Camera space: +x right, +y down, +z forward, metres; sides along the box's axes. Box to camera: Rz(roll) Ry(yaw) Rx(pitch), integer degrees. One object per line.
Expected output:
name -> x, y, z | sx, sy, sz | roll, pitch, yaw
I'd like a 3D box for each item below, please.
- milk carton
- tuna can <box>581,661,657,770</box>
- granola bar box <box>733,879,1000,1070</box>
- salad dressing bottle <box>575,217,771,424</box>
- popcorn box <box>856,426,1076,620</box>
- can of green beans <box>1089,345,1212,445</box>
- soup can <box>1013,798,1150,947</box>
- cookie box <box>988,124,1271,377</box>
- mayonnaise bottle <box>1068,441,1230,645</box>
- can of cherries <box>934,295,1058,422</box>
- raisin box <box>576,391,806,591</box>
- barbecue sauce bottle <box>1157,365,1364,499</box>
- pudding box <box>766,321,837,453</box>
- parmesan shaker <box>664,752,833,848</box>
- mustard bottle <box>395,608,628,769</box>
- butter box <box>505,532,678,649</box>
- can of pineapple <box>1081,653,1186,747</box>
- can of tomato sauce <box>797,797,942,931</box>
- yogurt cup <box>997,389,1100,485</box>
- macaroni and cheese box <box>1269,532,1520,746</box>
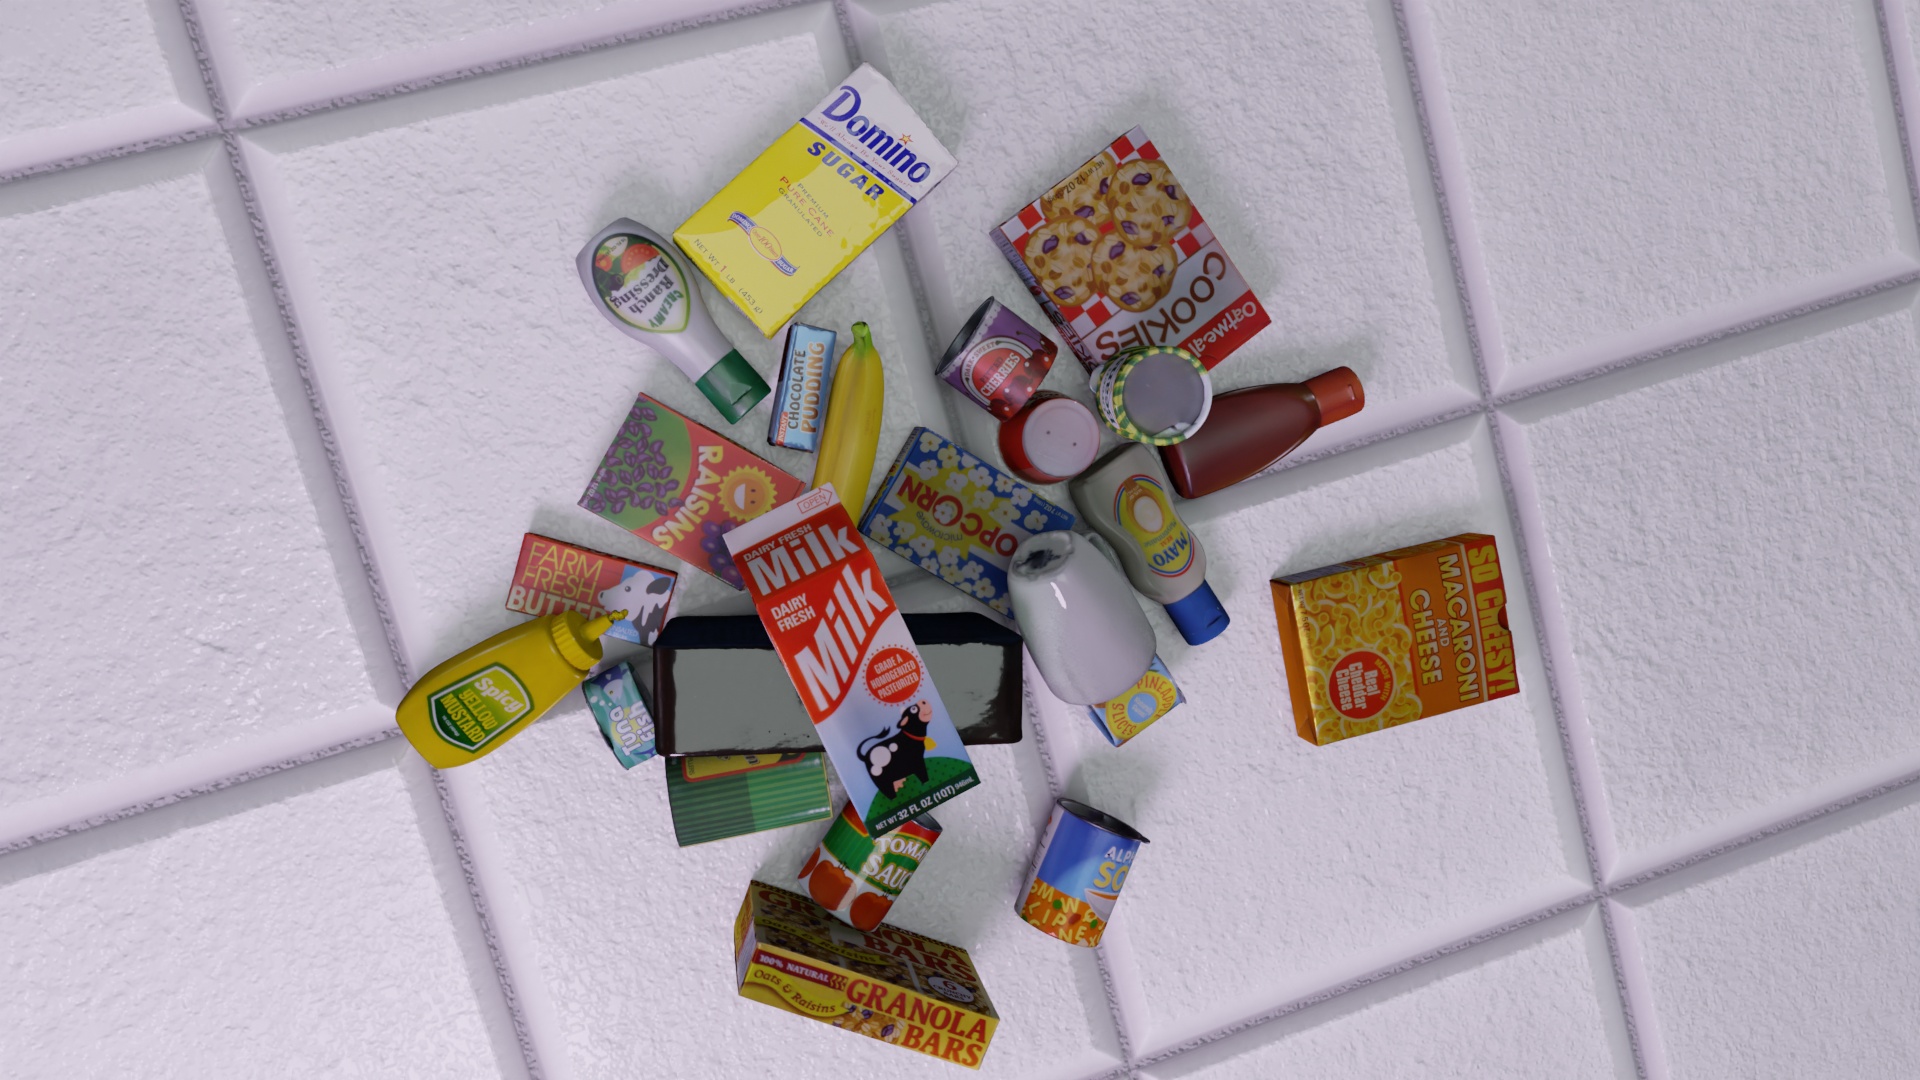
milk carton -> -0.065, 0.067, 0.803 | 0.072, 0.073, 0.190 | -27, 96, -9
tuna can -> -0.219, 0.115, 0.912 | 0.033, 0.071, 0.071 | -27, 98, -9
granola bar box -> -0.067, 0.287, 0.925 | 0.165, 0.124, 0.039 | 21, 91, -11
salad dressing bottle -> -0.187, -0.143, 0.915 | 0.064, 0.044, 0.147 | -43, 100, -4
popcorn box -> 0.003, -0.012, 0.963 | 0.126, 0.038, 0.085 | 30, 87, -11
can of green beans -> 0.129, -0.098, 0.930 | 0.071, 0.058, 0.071 | -1, 97, -7
soup can -> 0.085, 0.235, 0.979 | 0.071, 0.071, 0.083 | 22, 90, -11
cookie box -> 0.120, -0.184, 0.972 | 0.123, 0.040, 0.167 | -38, 100, -6
mayonnaise bottle -> 0.140, 0.005, 0.987 | 0.065, 0.041, 0.148 | -37, 100, -19
can of cherries -> 0.025, -0.122, 0.943 | 0.058, 0.071, 0.071 | 36, 87, -12
raisin box -> -0.178, -0.033, 0.926 | 0.123, 0.040, 0.086 | 29, 87, -12
barbecue sauce bottle -> 0.217, -0.083, 0.996 | 0.149, 0.043, 0.064 | -22, 98, -9
pudding box -> -0.107, -0.102, 0.930 | 0.030, 0.049, 0.083 | 10, 92, -13
parmesan shaker -> -0.141, 0.164, 0.929 | 0.103, 0.071, 0.071 | -10, 96, -10
mustard bottle -> -0.283, 0.085, 0.895 | 0.160, 0.049, 0.065 | -32, 108, 6
butter box -> -0.245, 0.033, 0.925 | 0.103, 0.024, 0.053 | 17, 91, -11
can of pineapple -> 0.115, 0.104, 0.975 | 0.058, 0.071, 0.071 | -35, 99, -6
can of tomato sauce -> -0.061, 0.215, 0.949 | 0.071, 0.071, 0.083 | 34, 88, -11
yogurt cup -> 0.064, -0.071, 0.962 | 0.072, 0.054, 0.072 | -1, 95, -10
macaroni and cheese box -> 0.323, 0.072, 1.028 | 0.167, 0.040, 0.123 | -13, 97, -10
